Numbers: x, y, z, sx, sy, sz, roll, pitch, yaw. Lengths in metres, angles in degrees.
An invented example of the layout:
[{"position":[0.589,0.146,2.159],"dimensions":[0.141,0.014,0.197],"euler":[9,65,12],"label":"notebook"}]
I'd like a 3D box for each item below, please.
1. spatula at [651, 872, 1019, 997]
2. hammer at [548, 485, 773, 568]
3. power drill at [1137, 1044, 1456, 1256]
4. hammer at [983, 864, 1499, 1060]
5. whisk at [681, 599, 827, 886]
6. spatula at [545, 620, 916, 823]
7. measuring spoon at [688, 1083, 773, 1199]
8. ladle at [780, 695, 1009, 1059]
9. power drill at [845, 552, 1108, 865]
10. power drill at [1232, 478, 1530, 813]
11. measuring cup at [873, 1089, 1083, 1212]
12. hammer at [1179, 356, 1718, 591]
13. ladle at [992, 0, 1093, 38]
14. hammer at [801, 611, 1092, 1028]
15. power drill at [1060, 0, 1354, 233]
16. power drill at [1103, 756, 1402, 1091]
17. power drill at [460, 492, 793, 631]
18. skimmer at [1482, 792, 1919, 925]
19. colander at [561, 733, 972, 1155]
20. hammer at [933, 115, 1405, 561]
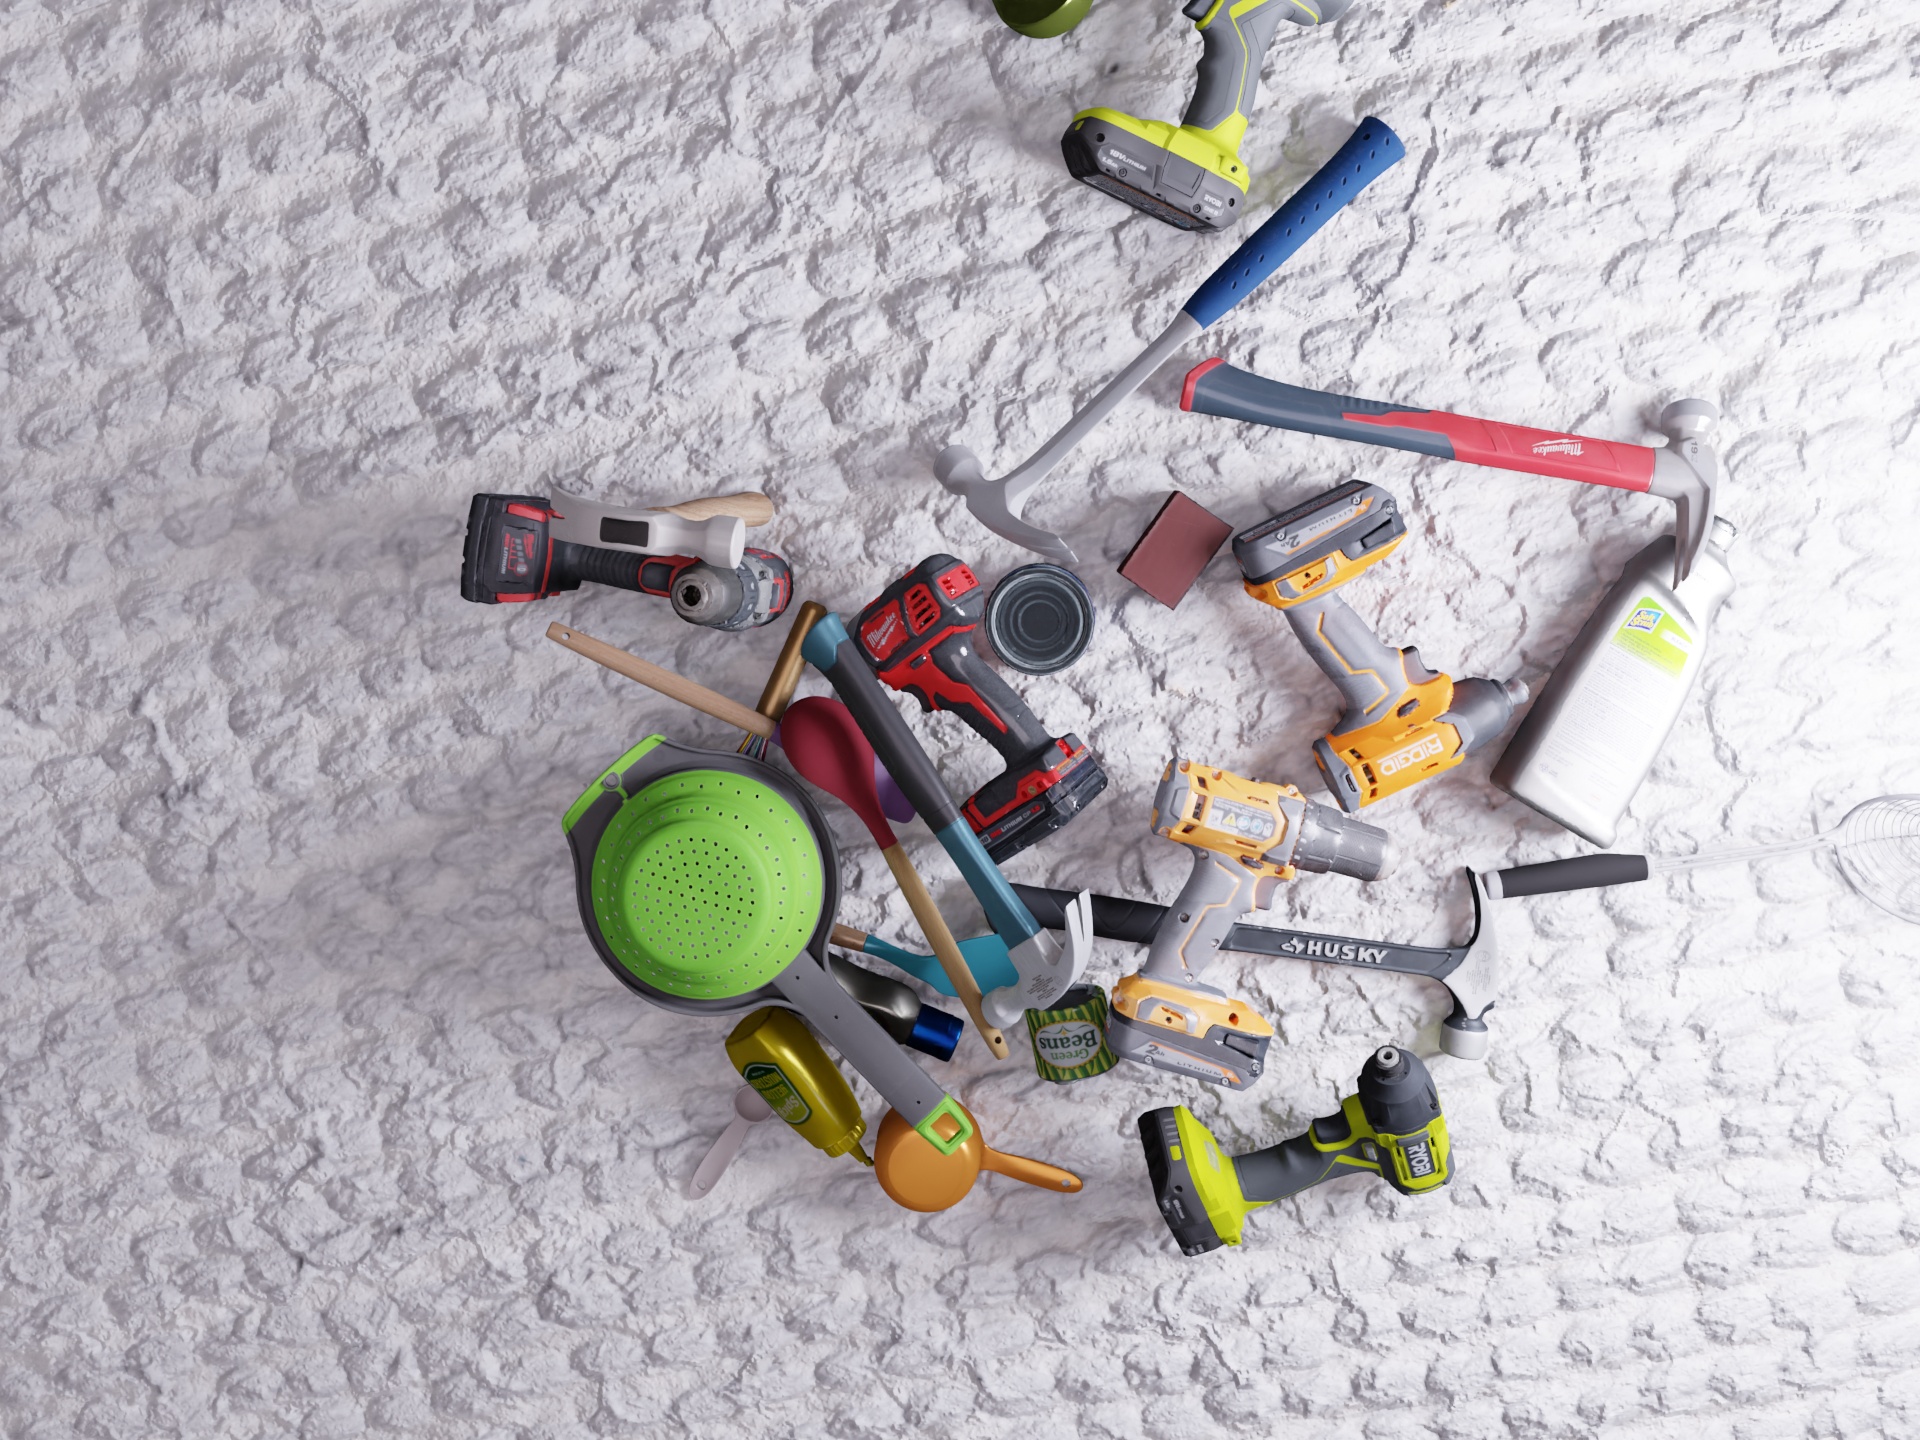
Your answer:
[{"position":[-0.096,0.164,1.267],"dimensions":[0.317,0.044,0.082],"euler":[16,128,9],"label":"spatula"},{"position":[-0.180,-0.137,1.079],"dimensions":[0.130,0.331,0.031],"euler":[8,100,3],"label":"hammer"},{"position":[0.258,0.323,1.216],"dimensions":[0.223,0.080,0.171],"euler":[-19,133,8],"label":"power drill"},{"position":[0.217,0.165,1.247],"dimensions":[0.409,0.036,0.149],"euler":[8,98,3],"label":"hammer"},{"position":[-0.159,0.021,1.251],"dimensions":[0.047,0.051,0.245],"euler":[23,95,-11],"label":"whisk"},{"position":[-0.166,-0.005,1.215],"dimensions":[0.315,0.018,0.060],"euler":[25,81,-17],"label":"spatula"},{"position":[-0.191,0.347,1.314],"dimensions":[0.034,0.018,0.124],"euler":[32,106,-1],"label":"measuring spoon"},{"position":[-0.043,0.119,1.213],"dimensions":[0.069,0.031,0.315],"euler":[-29,90,-26],"label":"ladle"},{"position":[-0.002,-0.004,1.205],"dimensions":[0.143,0.078,0.219],"euler":[-34,90,36],"label":"power drill"},{"position":[0.315,-0.062,1.186],"dimensions":[0.164,0.084,0.226],"euler":[-25,100,7],"label":"power drill"},{"position":[0.014,0.362,1.279],"dimensions":[0.173,0.052,0.095],"euler":[14,99,4],"label":"measuring cup"},{"position":[0.351,-0.196,1.163],"dimensions":[0.386,0.038,0.143],"euler":[11,72,5],"label":"hammer"},{"position":[-0.044,-0.591,1.144],"dimensions":[0.320,0.062,0.078],"euler":[31,90,2],"label":"ladle"},{"position":[-0.017,0.067,1.176],"dimensions":[0.128,0.033,0.331],"euler":[-36,86,37],"label":"hammer"},{"position":[0.161,-0.481,1.118],"dimensions":[0.190,0.080,0.228],"euler":[20,99,-17],"label":"power drill"},{"position":[0.215,0.156,1.193],"dimensions":[0.185,0.084,0.226],"euler":[15,93,1],"label":"power drill"},{"position":[-0.246,-0.109,1.164],"dimensions":[0.226,0.188,0.080],"euler":[11,98,6],"label":"power drill"},{"position":[0.585,0.122,1.188],"dimensions":[0.363,0.090,0.127],"euler":[-8,129,7],"label":"skimmer"},{"position":[-0.136,0.184,1.185],"dimensions":[0.204,0.094,0.397],"euler":[-44,92,0],"label":"colander"},{"position":[0.165,-0.281,1.161],"dimensions":[0.405,0.035,0.144],"euler":[-43,54,4],"label":"hammer"}]
